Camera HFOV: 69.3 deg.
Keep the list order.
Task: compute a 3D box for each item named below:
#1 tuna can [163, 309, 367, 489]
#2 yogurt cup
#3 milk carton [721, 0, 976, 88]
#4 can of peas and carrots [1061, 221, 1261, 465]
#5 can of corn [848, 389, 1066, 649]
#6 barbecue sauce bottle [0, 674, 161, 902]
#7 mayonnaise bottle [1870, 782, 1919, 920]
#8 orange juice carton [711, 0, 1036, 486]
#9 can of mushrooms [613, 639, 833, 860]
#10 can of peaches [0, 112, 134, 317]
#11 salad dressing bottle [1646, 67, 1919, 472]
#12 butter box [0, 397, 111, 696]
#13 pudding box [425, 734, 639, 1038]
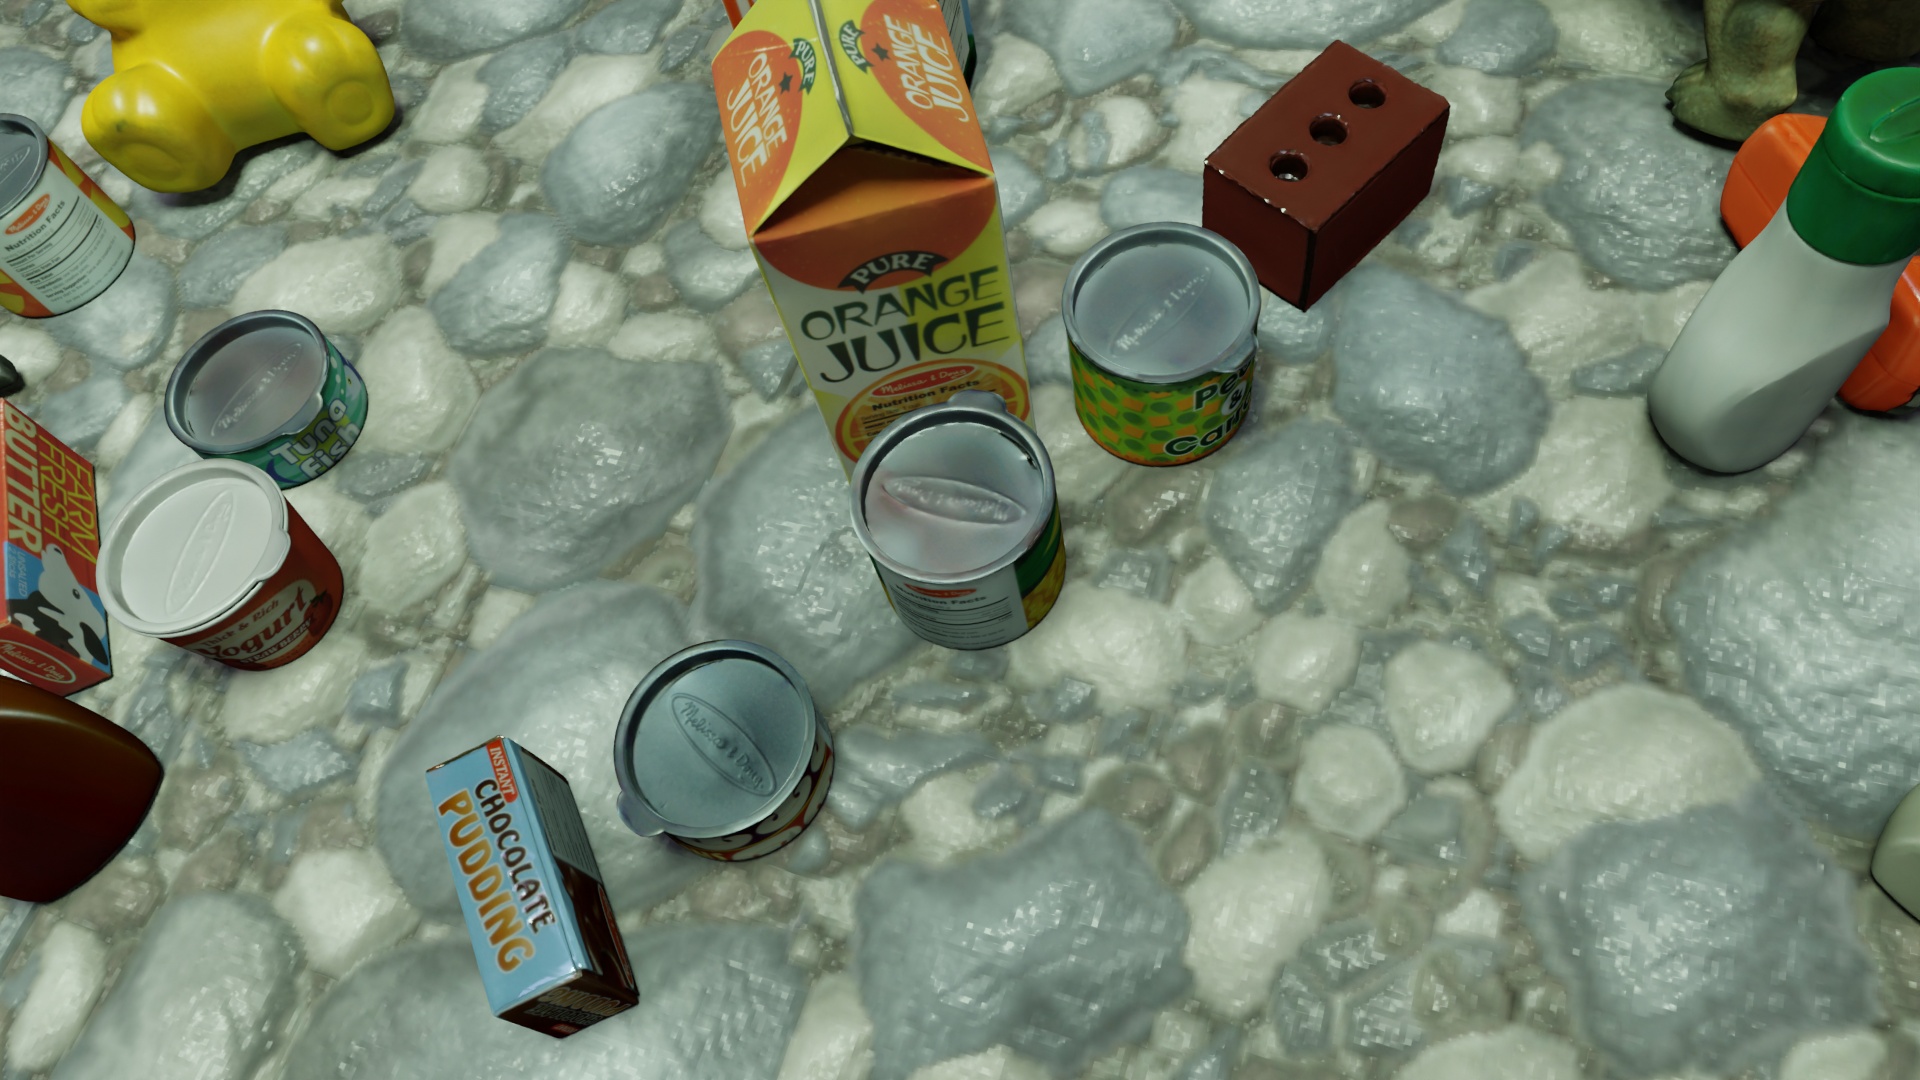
[{"bbox_3d":[-0.270,-0.054,0.545,0.071,0.032,0.071,-3,63,7],"label":"tuna can"},{"bbox_3d":[-0.261,0.012,0.498,0.072,0.053,0.072,-3,63,7],"label":"yogurt cup"},{"bbox_3d":[-0.047,-0.224,0.511,0.072,0.189,0.074,7,65,12],"label":"milk carton"},{"bbox_3d":[0.072,-0.066,0.487,0.071,0.058,0.071,-3,63,7],"label":"can of peas and carrots"},{"bbox_3d":[0.002,-0.006,0.466,0.071,0.058,0.071,-3,63,7],"label":"can of corn"},{"bbox_3d":[-0.319,0.065,0.426,0.044,0.148,0.065,28,71,20],"label":"barbecue sauce bottle"},{"bbox_3d":[0.284,0.069,0.335,0.065,0.147,0.041,33,73,22],"label":"mayonnaise bottle"},{"bbox_3d":[-0.025,-0.096,0.441,0.073,0.192,0.072,-15,62,1],"label":"orange juice carton"},{"bbox_3d":[-0.078,0.070,0.453,0.071,0.033,0.071,-3,63,7],"label":"can of mushrooms"},{"bbox_3d":[-0.404,-0.139,0.595,0.071,0.058,0.071,-3,63,7],"label":"can of peaches"},{"bbox_3d":[0.252,-0.074,0.414,0.064,0.147,0.044,-26,63,-5],"label":"salad dressing bottle"},{"bbox_3d":[-0.347,0.002,0.516,0.024,0.053,0.104,-23,62,-3],"label":"butter box"},{"bbox_3d":[-0.133,0.108,0.433,0.030,0.049,0.084,-26,62,-5],"label":"pudding box"}]
